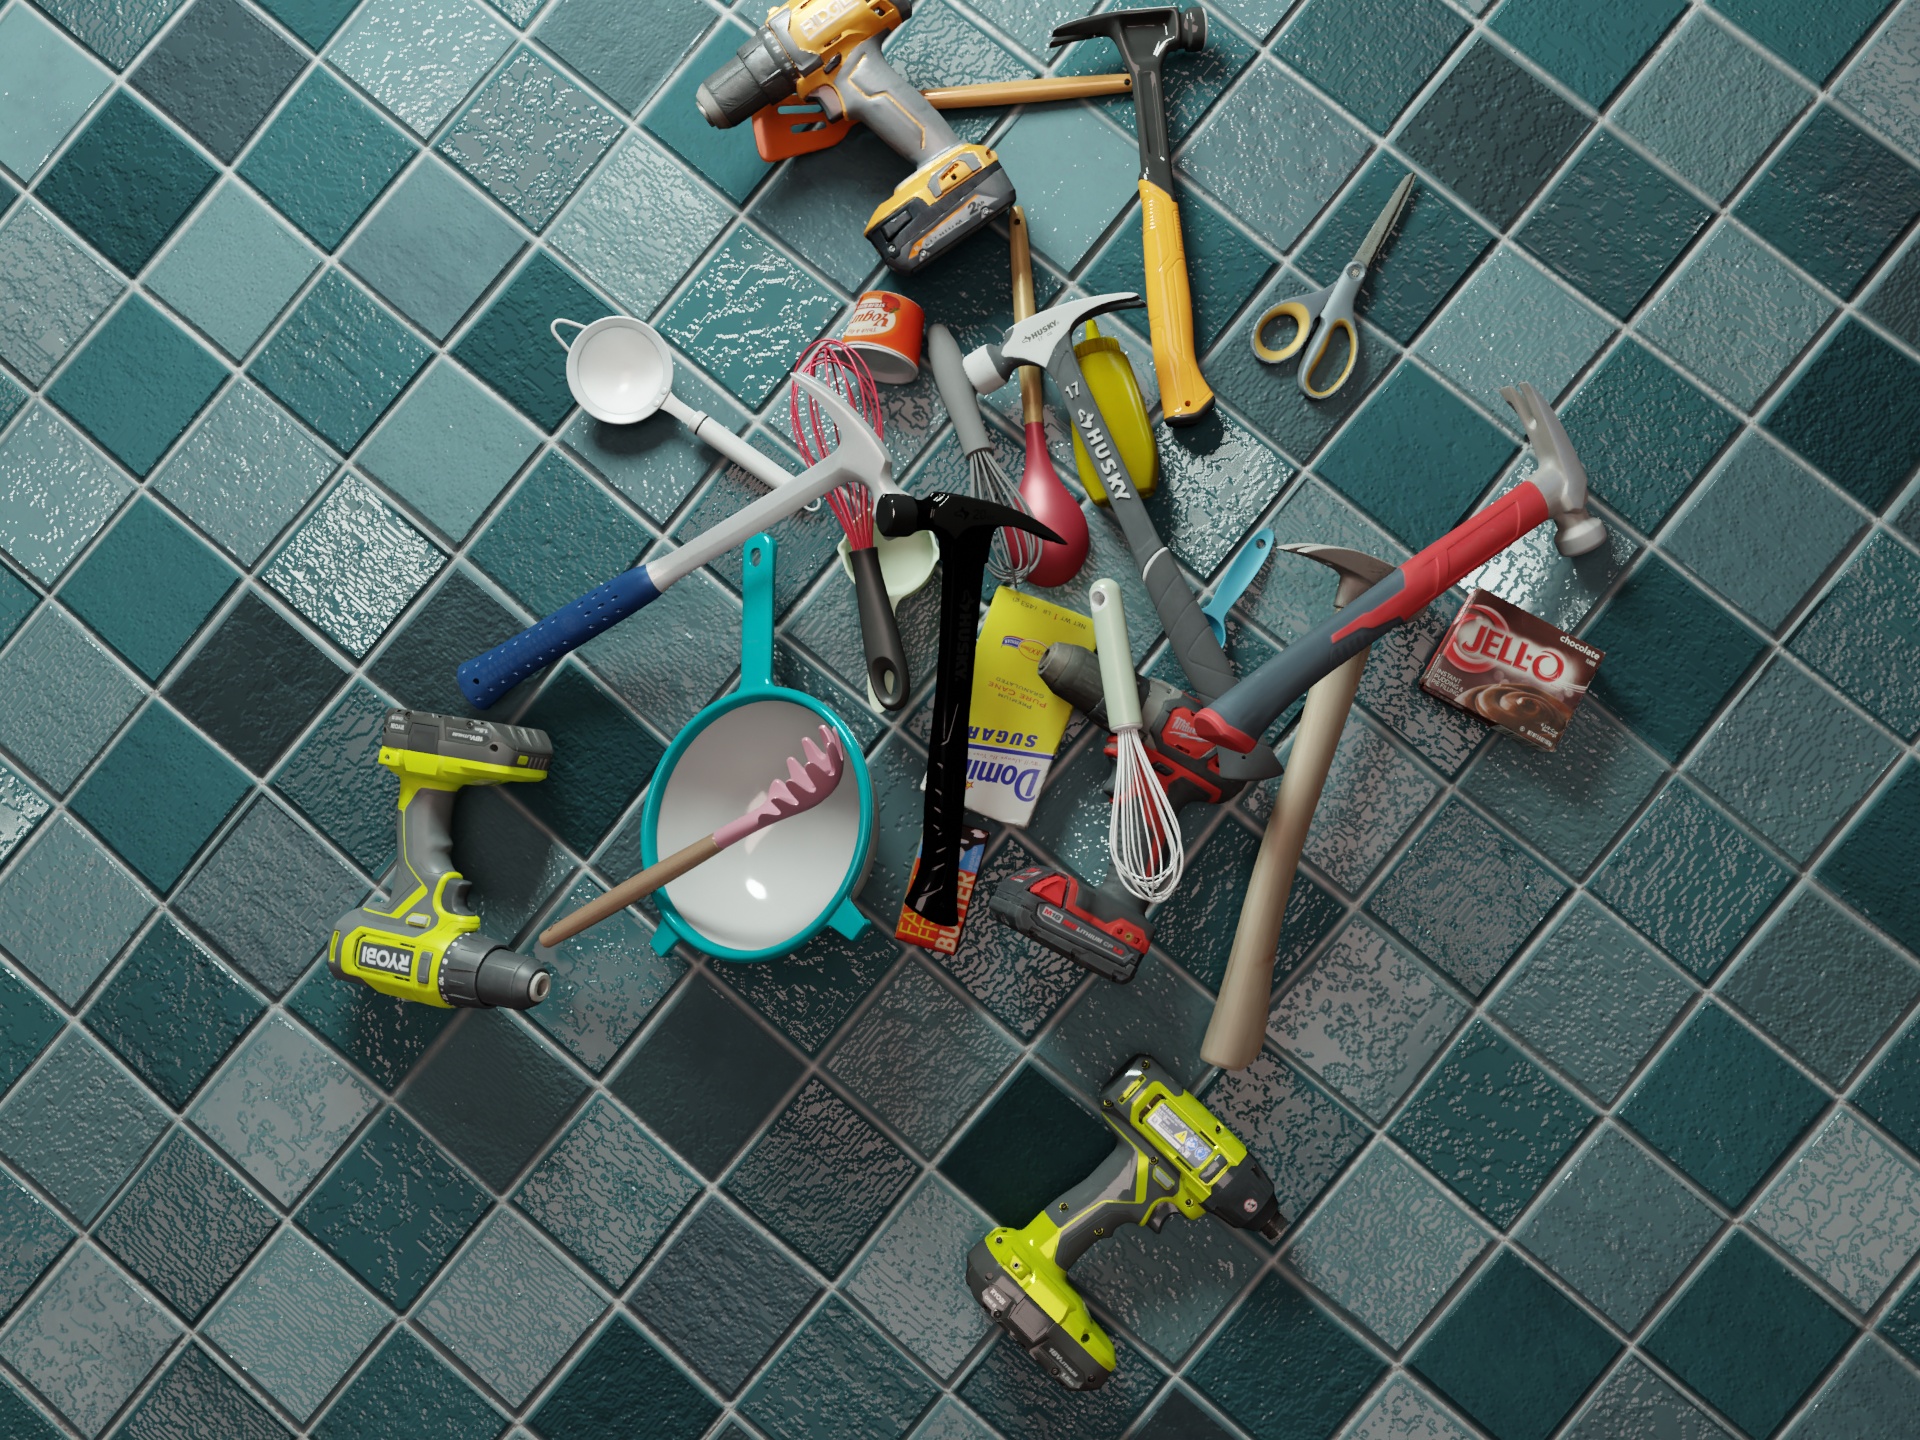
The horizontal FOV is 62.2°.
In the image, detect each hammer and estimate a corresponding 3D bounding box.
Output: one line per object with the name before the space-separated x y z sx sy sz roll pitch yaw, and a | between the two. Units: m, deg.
hammer | 0.251 0.069 1.228 0.146 0.038 0.410 15 92 -35
hammer | -0.232 -0.122 1.243 0.405 0.035 0.144 -27 94 18
hammer | 0.319 -0.106 1.182 0.386 0.038 0.143 -33 102 -19
hammer | -0.002 -0.004 1.208 0.146 0.035 0.334 -2 103 -26
hammer | 0.146 -0.138 1.215 0.149 0.036 0.409 -28 79 18
hammer | 0.154 -0.403 1.282 0.127 0.034 0.337 -7 89 -4

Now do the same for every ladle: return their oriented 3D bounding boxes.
ladle | 0.059 -0.266 1.295 0.069 0.031 0.315 -5 85 6

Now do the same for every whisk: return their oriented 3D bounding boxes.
whisk | -0.080 -0.152 1.244 0.073 0.073 0.296 -11 92 3
whisk | 0.013 -0.215 1.272 0.055 0.055 0.239 -19 74 2
whisk | 0.125 0.013 1.176 0.058 0.059 0.246 -18 75 42

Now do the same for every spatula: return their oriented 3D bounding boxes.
spatula | -0.010 -0.512 1.306 0.322 0.041 0.081 -4 104 2

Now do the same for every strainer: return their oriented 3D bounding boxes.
strainer | -0.222 -0.247 1.304 0.258 0.050 0.087 35 95 -1
strainer | -0.140 0.024 1.257 0.211 0.095 0.340 -9 73 27

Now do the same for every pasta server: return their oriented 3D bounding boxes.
pasta server | -0.207 0.097 1.199 0.316 0.060 0.040 -30 112 22

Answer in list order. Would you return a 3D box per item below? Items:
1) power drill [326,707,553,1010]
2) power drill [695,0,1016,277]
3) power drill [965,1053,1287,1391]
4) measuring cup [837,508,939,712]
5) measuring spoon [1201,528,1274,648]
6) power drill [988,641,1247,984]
power drill | -0.395 0.113 1.257 0.190 0.080 0.228 7 87 22
power drill | -0.083 -0.465 1.264 0.185 0.084 0.226 -33 100 5
power drill | 0.128 0.395 1.226 0.171 0.080 0.223 44 87 5
measuring cup | -0.059 -0.089 1.286 0.083 0.038 0.167 4 89 4
measuring spoon | 0.215 -0.101 1.282 0.042 0.021 0.128 34 80 6
power drill | 0.106 0.066 1.223 0.187 0.080 0.227 30 83 -12
